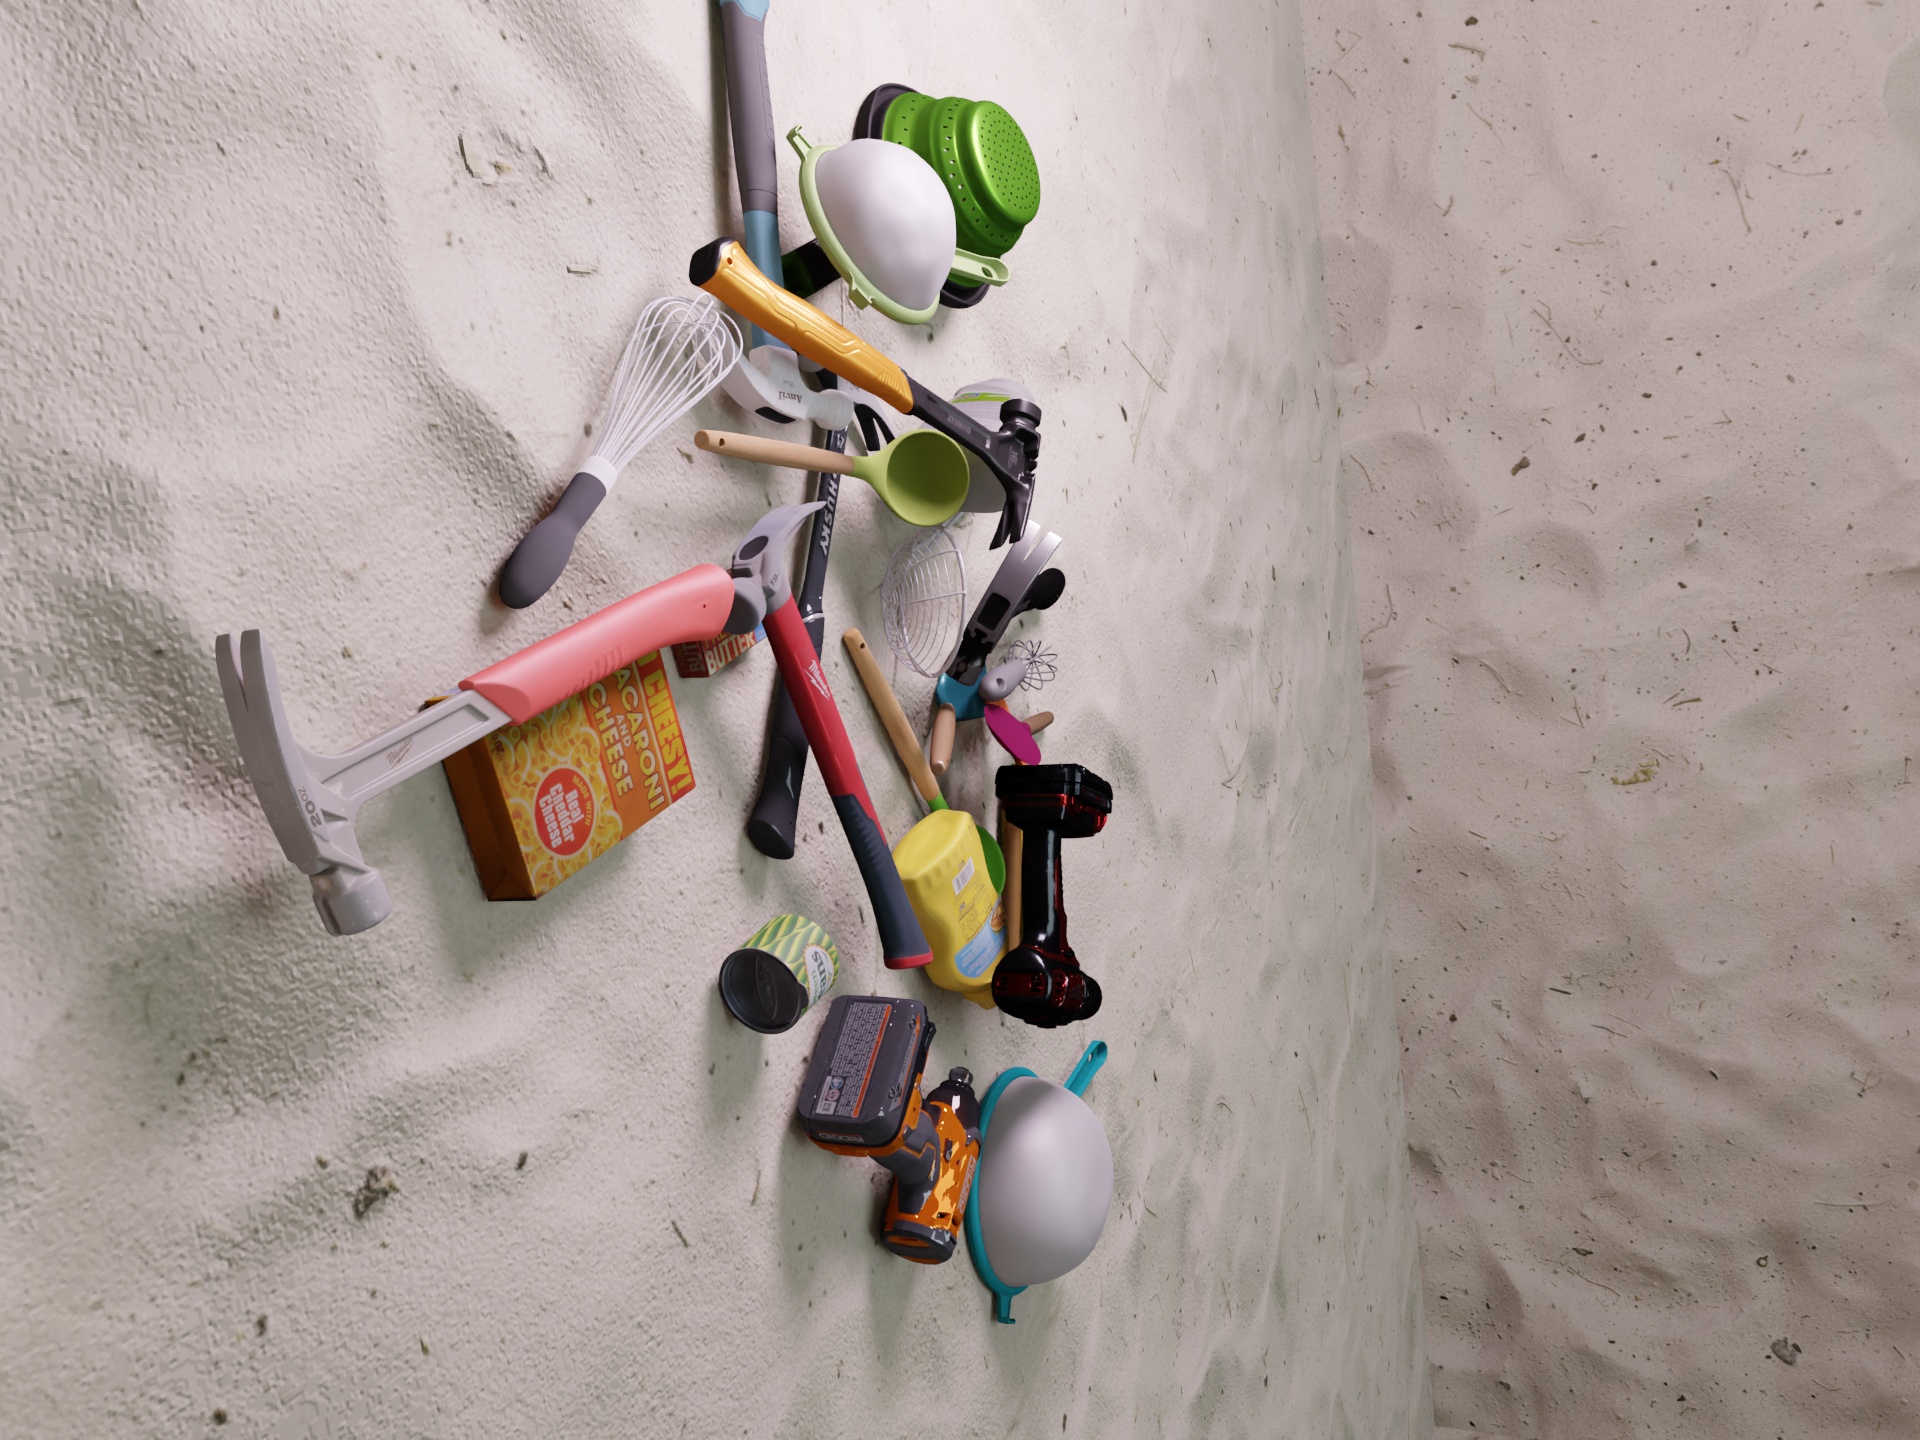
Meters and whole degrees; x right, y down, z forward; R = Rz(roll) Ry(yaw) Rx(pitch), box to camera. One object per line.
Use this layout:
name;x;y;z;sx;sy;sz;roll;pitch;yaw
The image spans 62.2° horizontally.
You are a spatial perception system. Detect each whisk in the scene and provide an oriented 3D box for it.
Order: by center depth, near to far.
whisk;-0.213;-0.173;0.998;0.070;0.070;0.285;61;40;-42
whisk;0.051;-0.042;1.492;0.239;0.055;0.055;-34;118;-74

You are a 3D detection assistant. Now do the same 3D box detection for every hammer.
hammer;-0.235;-0.031;0.865;0.359;0.037;0.149;-42;122;-57
hammer;-0.146;-0.381;1.161;0.128;0.033;0.331;-1;84;-48
hammer;-0.062;-0.247;1.172;0.336;0.034;0.127;26;63;-41
hammer;-0.084;0.028;1.187;0.143;0.038;0.386;-64;144;-49
hammer;-0.112;-0.094;1.220;0.149;0.036;0.409;40;52;-58
hammer;0.063;-0.120;1.485;0.146;0.035;0.335;-60;174;13

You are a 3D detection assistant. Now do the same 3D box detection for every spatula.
spatula;-0.002;-0.004;1.360;0.318;0.044;0.082;-83;167;-75
spatula;0.040;0.118;1.499;0.081;0.041;0.322;-46;137;-78

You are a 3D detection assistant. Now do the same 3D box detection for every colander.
colander;-0.028;-0.435;1.338;0.204;0.094;0.397;64;36;-19

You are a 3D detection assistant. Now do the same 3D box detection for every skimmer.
skimmer;0.014;-0.163;1.427;0.363;0.090;0.127;-57;169;-55

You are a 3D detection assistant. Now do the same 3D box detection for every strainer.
strainer;-0.017;-0.379;1.230;0.256;0.069;0.151;-6;72;-56
strainer;0.114;0.413;1.555;0.340;0.095;0.211;-42;124;-57

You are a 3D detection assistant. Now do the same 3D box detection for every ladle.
ladle;-0.087;-0.190;1.175;0.320;0.062;0.078;-6;105;-63

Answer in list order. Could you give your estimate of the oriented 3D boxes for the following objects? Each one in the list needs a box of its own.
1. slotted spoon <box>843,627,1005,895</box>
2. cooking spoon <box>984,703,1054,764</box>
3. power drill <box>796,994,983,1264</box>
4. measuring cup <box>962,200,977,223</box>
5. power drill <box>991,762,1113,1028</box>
slotted spoon;-0.033;0.044;1.374;0.070;0.031;0.313;-50;131;-31
cooking spoon;0.062;0.008;1.496;0.069;0.017;0.319;49;10;4
power drill;-0.042;0.311;1.266;0.226;0.084;0.164;66;32;-44
measuring cup;-0.025;-0.485;1.471;0.156;0.029;0.062;36;53;-44
power drill;0.088;0.163;1.430;0.187;0.080;0.227;31;60;-64
